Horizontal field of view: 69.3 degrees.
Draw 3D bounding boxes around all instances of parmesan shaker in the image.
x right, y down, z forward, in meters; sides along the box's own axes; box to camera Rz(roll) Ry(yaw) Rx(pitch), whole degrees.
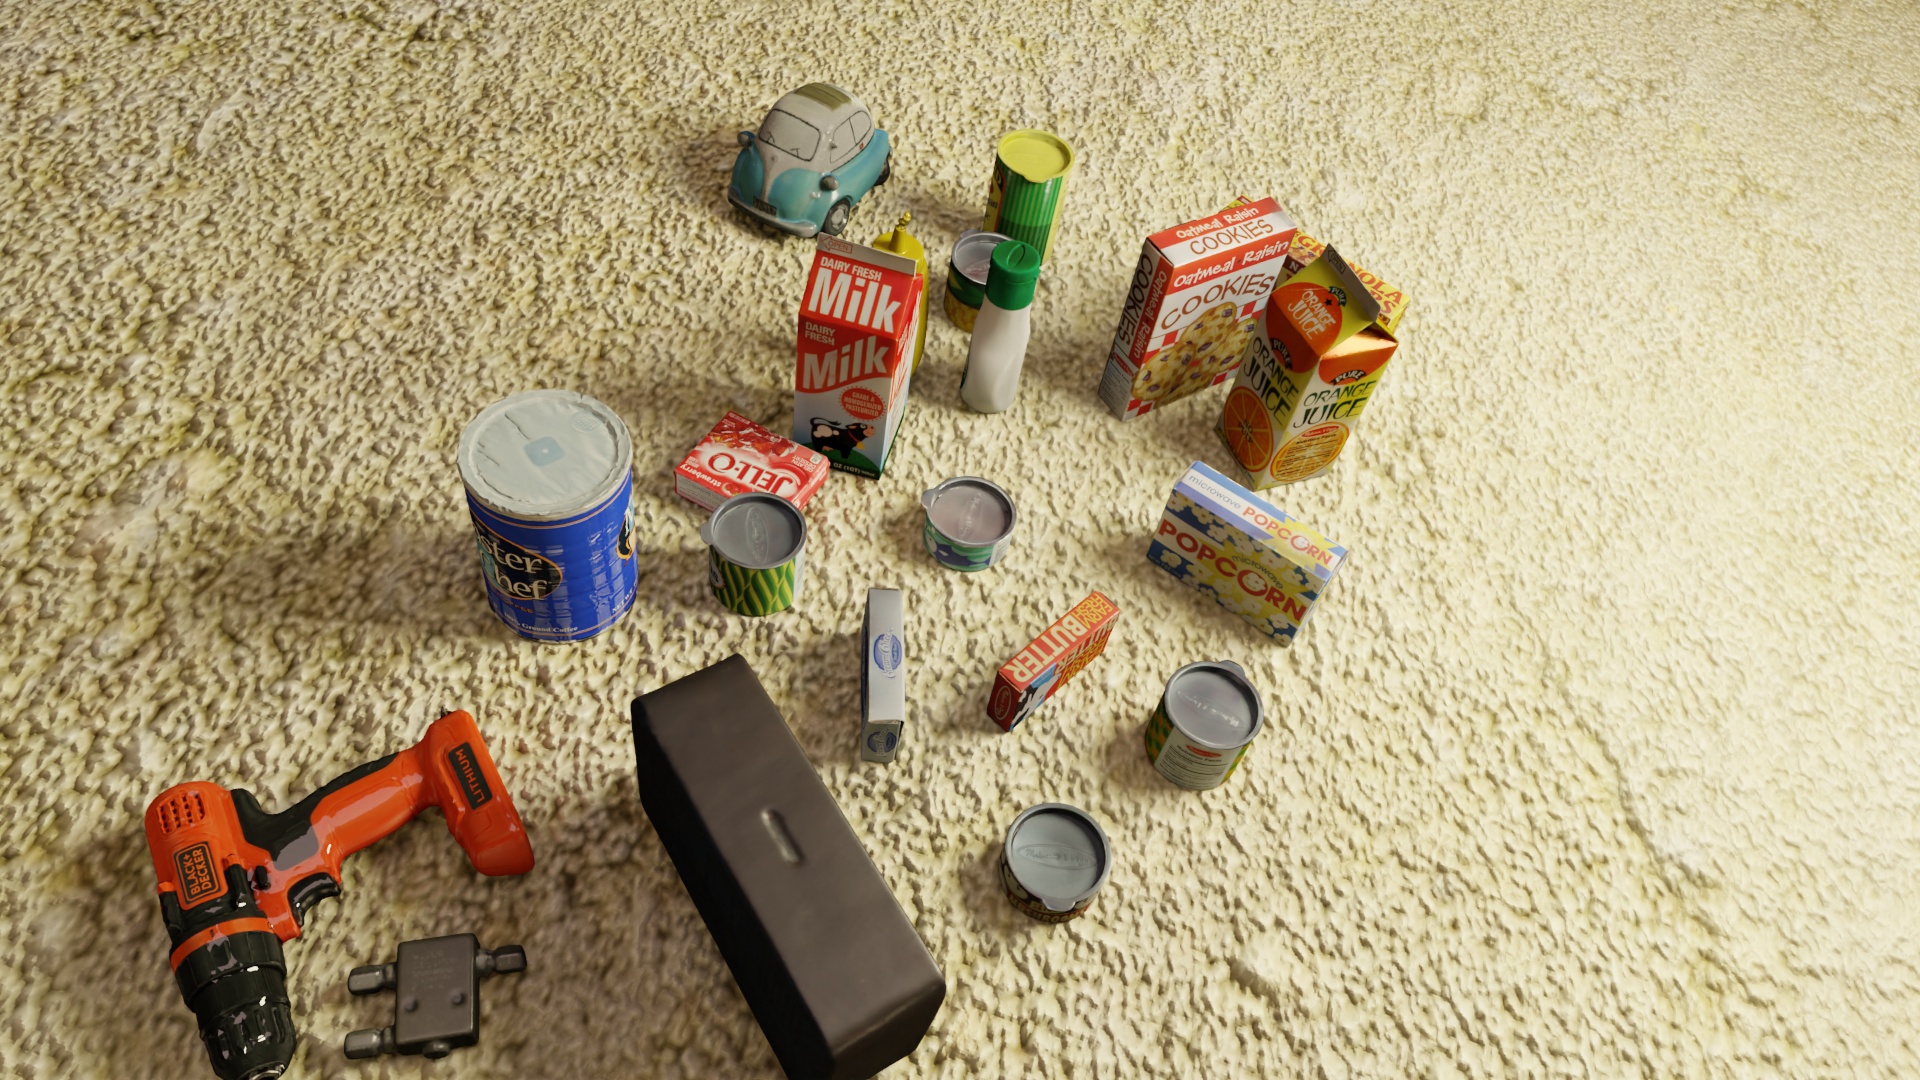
[{"bbox_3d":[0.056,-0.291,1.197,0.071,0.102,0.072,5,52,-6],"label":"parmesan shaker"}]

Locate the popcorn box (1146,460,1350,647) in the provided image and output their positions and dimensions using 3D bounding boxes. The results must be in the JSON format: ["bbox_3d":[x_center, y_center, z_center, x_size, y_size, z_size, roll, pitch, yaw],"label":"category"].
[{"bbox_3d":[0.203,0.009,0.997,0.127,0.084,0.038,33,54,16],"label":"popcorn box"}]

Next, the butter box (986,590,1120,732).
[{"bbox_3d":[0.062,0.081,0.936,0.024,0.052,0.104,41,56,21],"label":"butter box"}]

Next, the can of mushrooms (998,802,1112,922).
[{"bbox_3d":[0.057,0.200,0.853,0.071,0.033,0.071,5,51,-6],"label":"can of mushrooms"}]

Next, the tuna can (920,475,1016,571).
[{"bbox_3d":[0.004,-0.013,1.012,0.071,0.032,0.071,5,51,-6],"label":"tuna can"}]

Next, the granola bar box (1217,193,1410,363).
[{"bbox_3d":[0.271,-0.189,1.141,0.166,0.123,0.039,38,56,19],"label":"granola bar box"}]

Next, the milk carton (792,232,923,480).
[{"bbox_3d":[-0.074,-0.137,0.996,0.072,0.189,0.074,16,51,2],"label":"milk carton"}]

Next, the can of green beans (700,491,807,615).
[{"bbox_3d":[-0.140,0.010,0.953,0.071,0.057,0.071,5,51,-6],"label":"can of green beans"}]

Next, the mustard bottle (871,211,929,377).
[{"bbox_3d":[-0.054,-0.185,1.056,0.065,0.159,0.049,15,51,2],"label":"mustard bottle"}]

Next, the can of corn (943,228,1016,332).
[{"bbox_3d":[0.020,-0.216,1.160,0.071,0.058,0.071,5,51,-6],"label":"can of corn"}]

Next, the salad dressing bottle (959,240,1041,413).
[{"bbox_3d":[0.031,-0.162,1.062,0.044,0.146,0.064,22,52,7],"label":"salad dressing bottle"}]

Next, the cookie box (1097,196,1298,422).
[{"bbox_3d":[0.183,-0.180,1.091,0.123,0.166,0.040,-23,59,-25],"label":"cookie box"}]

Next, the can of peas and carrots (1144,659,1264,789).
[{"bbox_3d":[0.161,0.121,0.918,0.071,0.058,0.071,5,51,-6],"label":"can of peas and carrots"}]

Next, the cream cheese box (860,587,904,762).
[{"bbox_3d":[-0.051,0.088,0.910,0.024,0.053,0.104,3,52,-8],"label":"cream cheese box"}]

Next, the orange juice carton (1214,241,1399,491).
[{"bbox_3d":[0.264,-0.129,1.049,0.073,0.191,0.072,-13,56,-19],"label":"orange juice carton"}]
